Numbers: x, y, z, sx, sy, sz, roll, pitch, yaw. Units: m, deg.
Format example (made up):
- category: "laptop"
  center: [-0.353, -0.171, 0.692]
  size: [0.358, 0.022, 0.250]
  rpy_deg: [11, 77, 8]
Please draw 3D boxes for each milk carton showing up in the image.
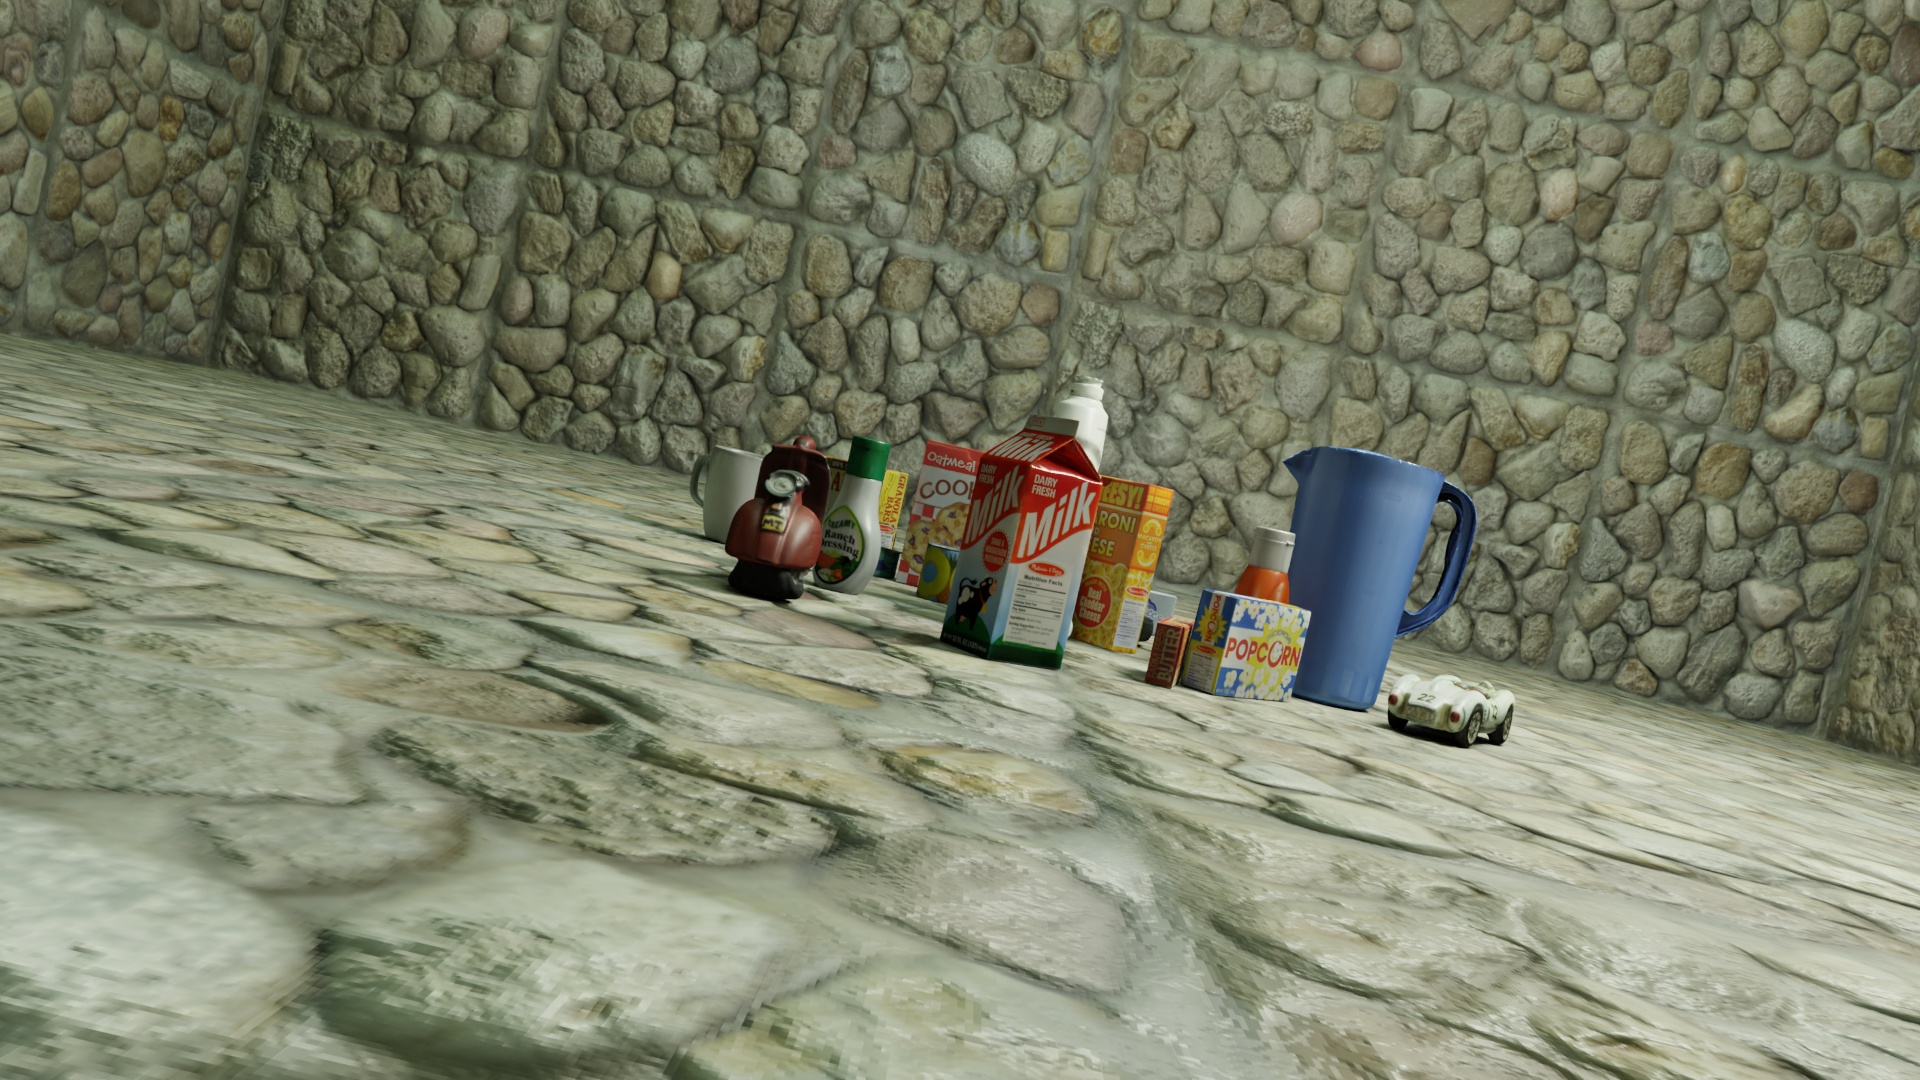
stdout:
- category: "milk carton"
  center: [0.051, -0.003, 1.076]
  size: [0.073, 0.190, 0.072]
  rpy_deg: [12, 2, -33]

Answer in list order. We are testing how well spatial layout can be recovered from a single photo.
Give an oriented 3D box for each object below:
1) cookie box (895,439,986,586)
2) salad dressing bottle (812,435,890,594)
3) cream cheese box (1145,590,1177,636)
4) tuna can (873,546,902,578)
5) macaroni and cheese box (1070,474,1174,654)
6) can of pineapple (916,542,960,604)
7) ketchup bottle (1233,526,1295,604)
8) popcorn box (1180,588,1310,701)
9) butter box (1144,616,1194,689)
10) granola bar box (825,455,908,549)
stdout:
- category: "cookie box"
  center: [0.006, -0.020, 1.584]
  size: [0.123, 0.167, 0.040]
  rpy_deg: [13, 1, 11]
- category: "salad dressing bottle"
  center: [-0.100, -0.024, 1.314]
  size: [0.064, 0.147, 0.044]
  rpy_deg: [14, 1, 26]
- category: "cream cheese box"
  center: [0.205, 0.081, 1.681]
  size: [0.104, 0.053, 0.024]
  rpy_deg: [13, 1, 8]
- category: "tuna can"
  center: [-0.103, 0.023, 1.627]
  size: [0.071, 0.033, 0.071]
  rpy_deg: [13, 2, 0]
- category: "macaroni and cheese box"
  center: [0.141, 0.018, 1.395]
  size: [0.040, 0.166, 0.124]
  rpy_deg: [12, 2, -38]
- category: "can of pineapple"
  center: [-0.008, 0.038, 1.463]
  size: [0.071, 0.058, 0.071]
  rpy_deg: [13, 2, 0]
- category: "ketchup bottle"
  center: [0.274, 0.063, 1.277]
  size: [0.065, 0.148, 0.043]
  rpy_deg: [12, 2, -44]
- category: "popcorn box"
  center: [0.247, 0.092, 1.200]
  size: [0.038, 0.085, 0.127]
  rpy_deg: [14, 2, 44]
- category: "butter box"
  center: [0.177, 0.093, 1.169]
  size: [0.024, 0.053, 0.103]
  rpy_deg: [13, 2, 14]
- category: "granola bar box"
  center: [-0.136, -0.036, 1.744]
  size: [0.039, 0.124, 0.165]
  rpy_deg: [12, 2, -37]
